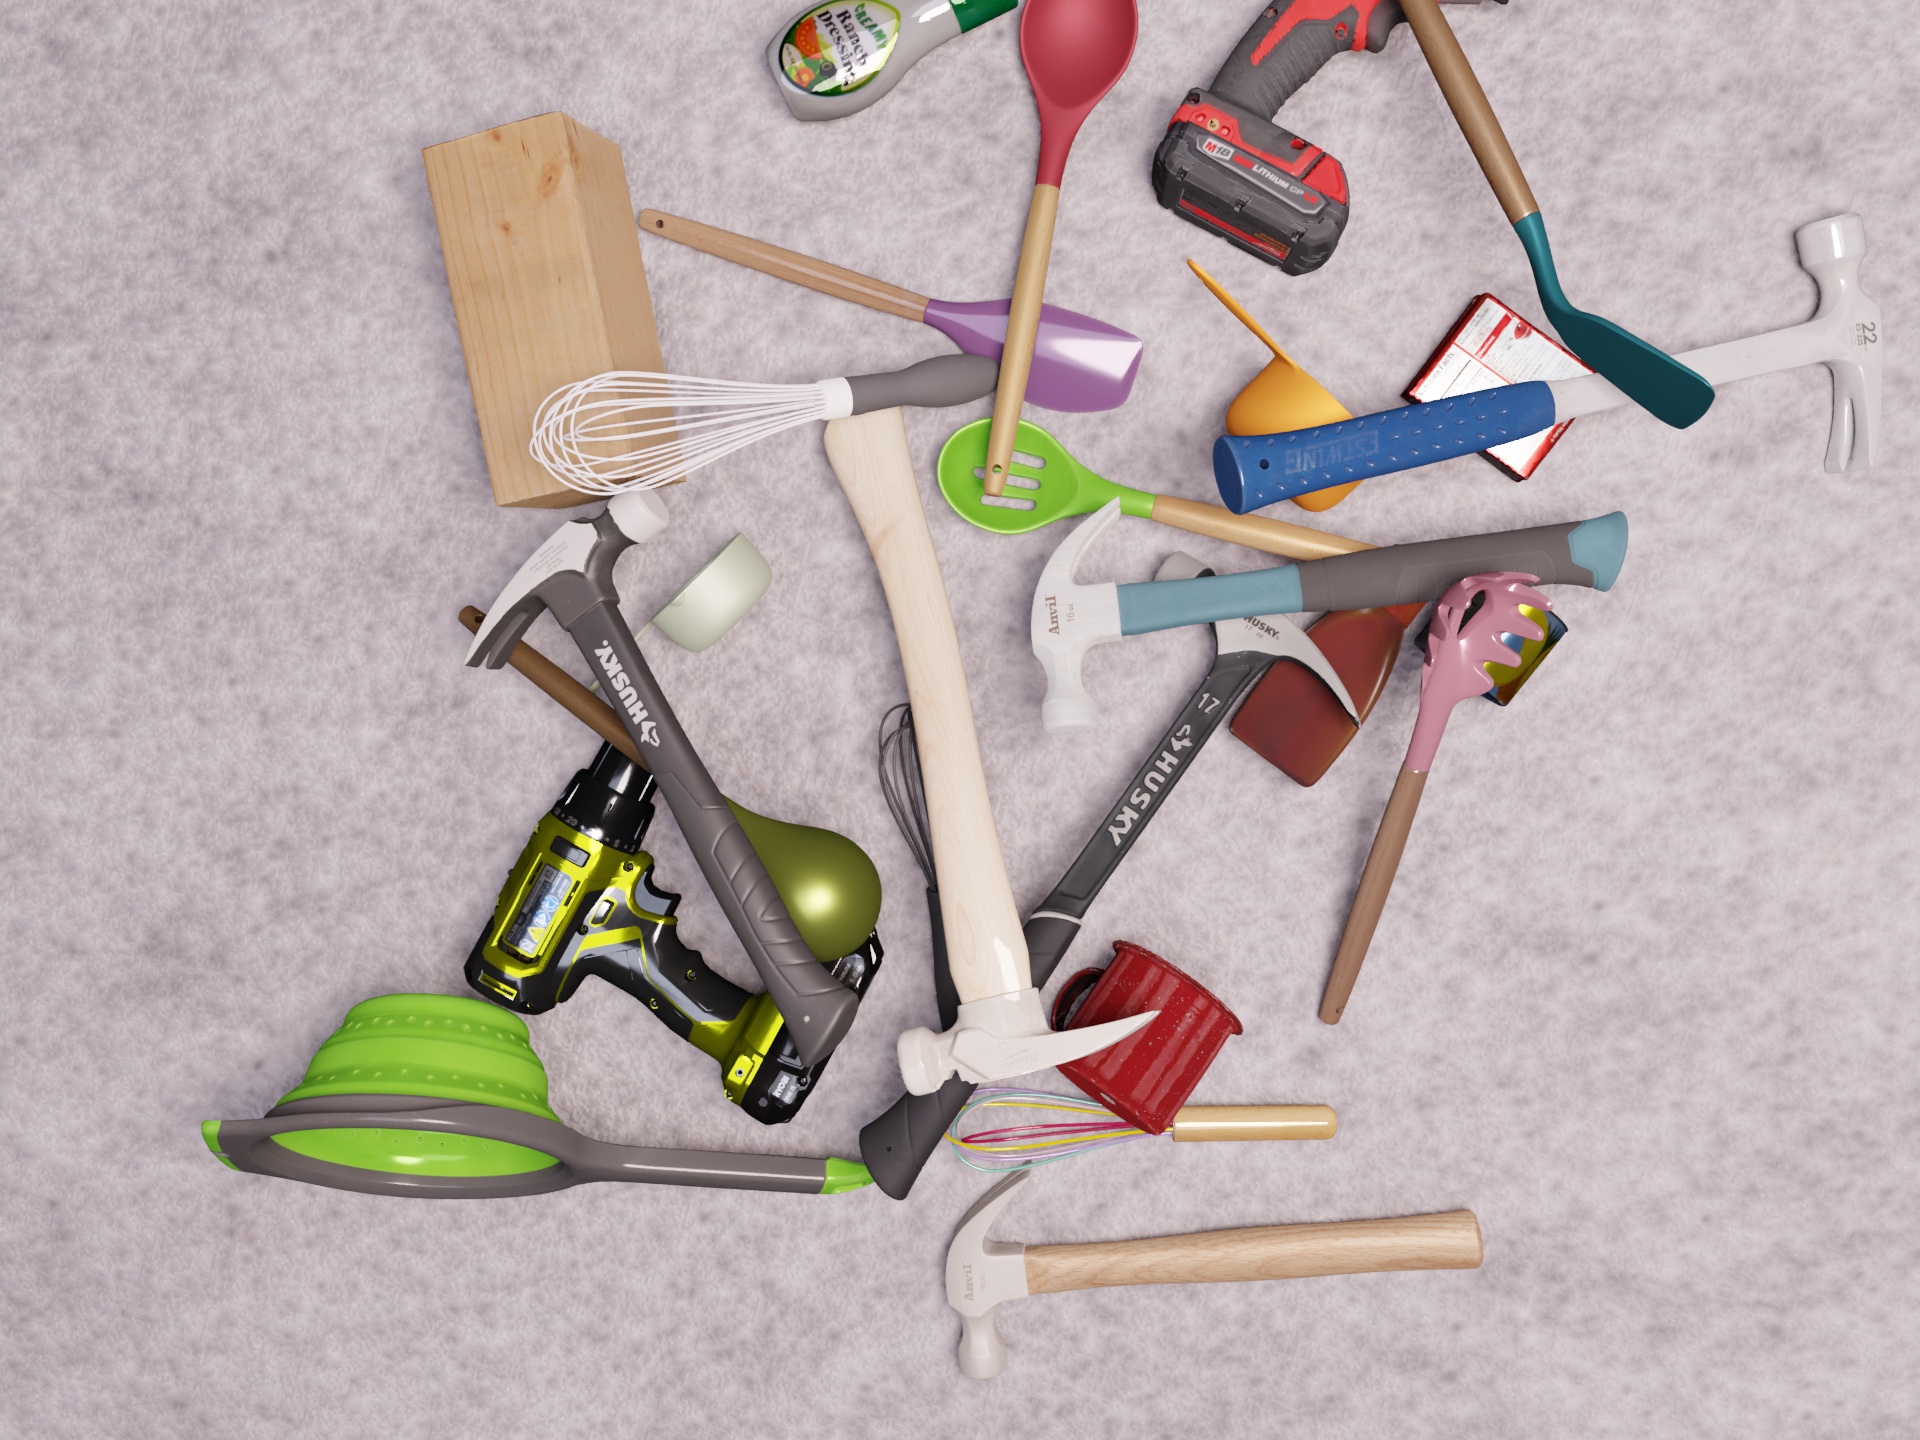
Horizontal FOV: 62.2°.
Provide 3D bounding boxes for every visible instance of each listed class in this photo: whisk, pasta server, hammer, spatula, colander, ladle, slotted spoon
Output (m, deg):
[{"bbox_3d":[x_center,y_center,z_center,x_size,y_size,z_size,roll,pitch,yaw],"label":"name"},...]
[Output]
[{"bbox_3d":[-0.102,-0.177,0.899,0.284,0.070,0.070,-14,95,-24],"label":"whisk"},{"bbox_3d":[0.254,0.053,0.901,0.060,0.040,0.316,-1,121,-19],"label":"pasta server"},{"bbox_3d":[-0.001,-0.003,0.918,0.146,0.038,0.411,-15,78,10],"label":"hammer"},{"bbox_3d":[-0.045,-0.254,0.963,0.316,0.018,0.059,19,106,2],"label":"spatula"},{"bbox_3d":[0.110,0.253,0.983,0.245,0.047,0.051,-1,79,1],"label":"whisk"},{"bbox_3d":[-0.157,0.041,0.891,0.146,0.035,0.335,-35,77,15],"label":"hammer"},{"bbox_3d":[0.072,0.103,0.925,0.149,0.036,0.409,35,89,25],"label":"hammer"},{"bbox_3d":[-0.013,0.105,0.981,0.055,0.055,0.239,-8,99,5],"label":"whisk"},{"bbox_3d":[-0.245,0.235,0.986,0.397,0.204,0.095,7,61,-11],"label":"colander"},{"bbox_3d":[0.048,-0.287,0.934,0.069,0.031,0.315,11,91,4],"label":"ladle"},{"bbox_3d":[0.334,-0.171,0.876,0.405,0.035,0.144,-14,96,-12],"label":"hammer"},{"bbox_3d":[0.138,-0.117,0.936,0.314,0.031,0.070,15,92,11],"label":"slotted spoon"},{"bbox_3d":[0.297,-0.290,0.837,0.044,0.082,0.317,-25,82,10],"label":"spatula"},{"bbox_3d":[0.203,-0.074,0.889,0.331,0.033,0.128,-7,78,5],"label":"hammer"},{"bbox_3d":[0.155,0.333,0.993,0.331,0.031,0.130,-6,95,5],"label":"hammer"},{"bbox_3d":[-0.179,0.030,0.946,0.320,0.062,0.078,36,63,14],"label":"ladle"}]

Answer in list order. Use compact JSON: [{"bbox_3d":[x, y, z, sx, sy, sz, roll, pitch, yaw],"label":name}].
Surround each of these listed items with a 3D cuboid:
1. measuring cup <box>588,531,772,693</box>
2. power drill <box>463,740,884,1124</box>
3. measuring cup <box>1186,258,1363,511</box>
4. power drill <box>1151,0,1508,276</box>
[{"bbox_3d":[-0.178,-0.047,0.976,0.038,0.083,0.167,43,113,-11],"label":"measuring cup"},{"bbox_3d":[-0.166,0.124,0.978,0.228,0.080,0.190,29,88,4],"label":"power drill"},{"bbox_3d":[0.166,-0.184,0.895,0.052,0.095,0.173,-46,121,10],"label":"measuring cup"},{"bbox_3d":[0.213,-0.376,0.903,0.143,0.078,0.219,29,94,2],"label":"power drill"}]
